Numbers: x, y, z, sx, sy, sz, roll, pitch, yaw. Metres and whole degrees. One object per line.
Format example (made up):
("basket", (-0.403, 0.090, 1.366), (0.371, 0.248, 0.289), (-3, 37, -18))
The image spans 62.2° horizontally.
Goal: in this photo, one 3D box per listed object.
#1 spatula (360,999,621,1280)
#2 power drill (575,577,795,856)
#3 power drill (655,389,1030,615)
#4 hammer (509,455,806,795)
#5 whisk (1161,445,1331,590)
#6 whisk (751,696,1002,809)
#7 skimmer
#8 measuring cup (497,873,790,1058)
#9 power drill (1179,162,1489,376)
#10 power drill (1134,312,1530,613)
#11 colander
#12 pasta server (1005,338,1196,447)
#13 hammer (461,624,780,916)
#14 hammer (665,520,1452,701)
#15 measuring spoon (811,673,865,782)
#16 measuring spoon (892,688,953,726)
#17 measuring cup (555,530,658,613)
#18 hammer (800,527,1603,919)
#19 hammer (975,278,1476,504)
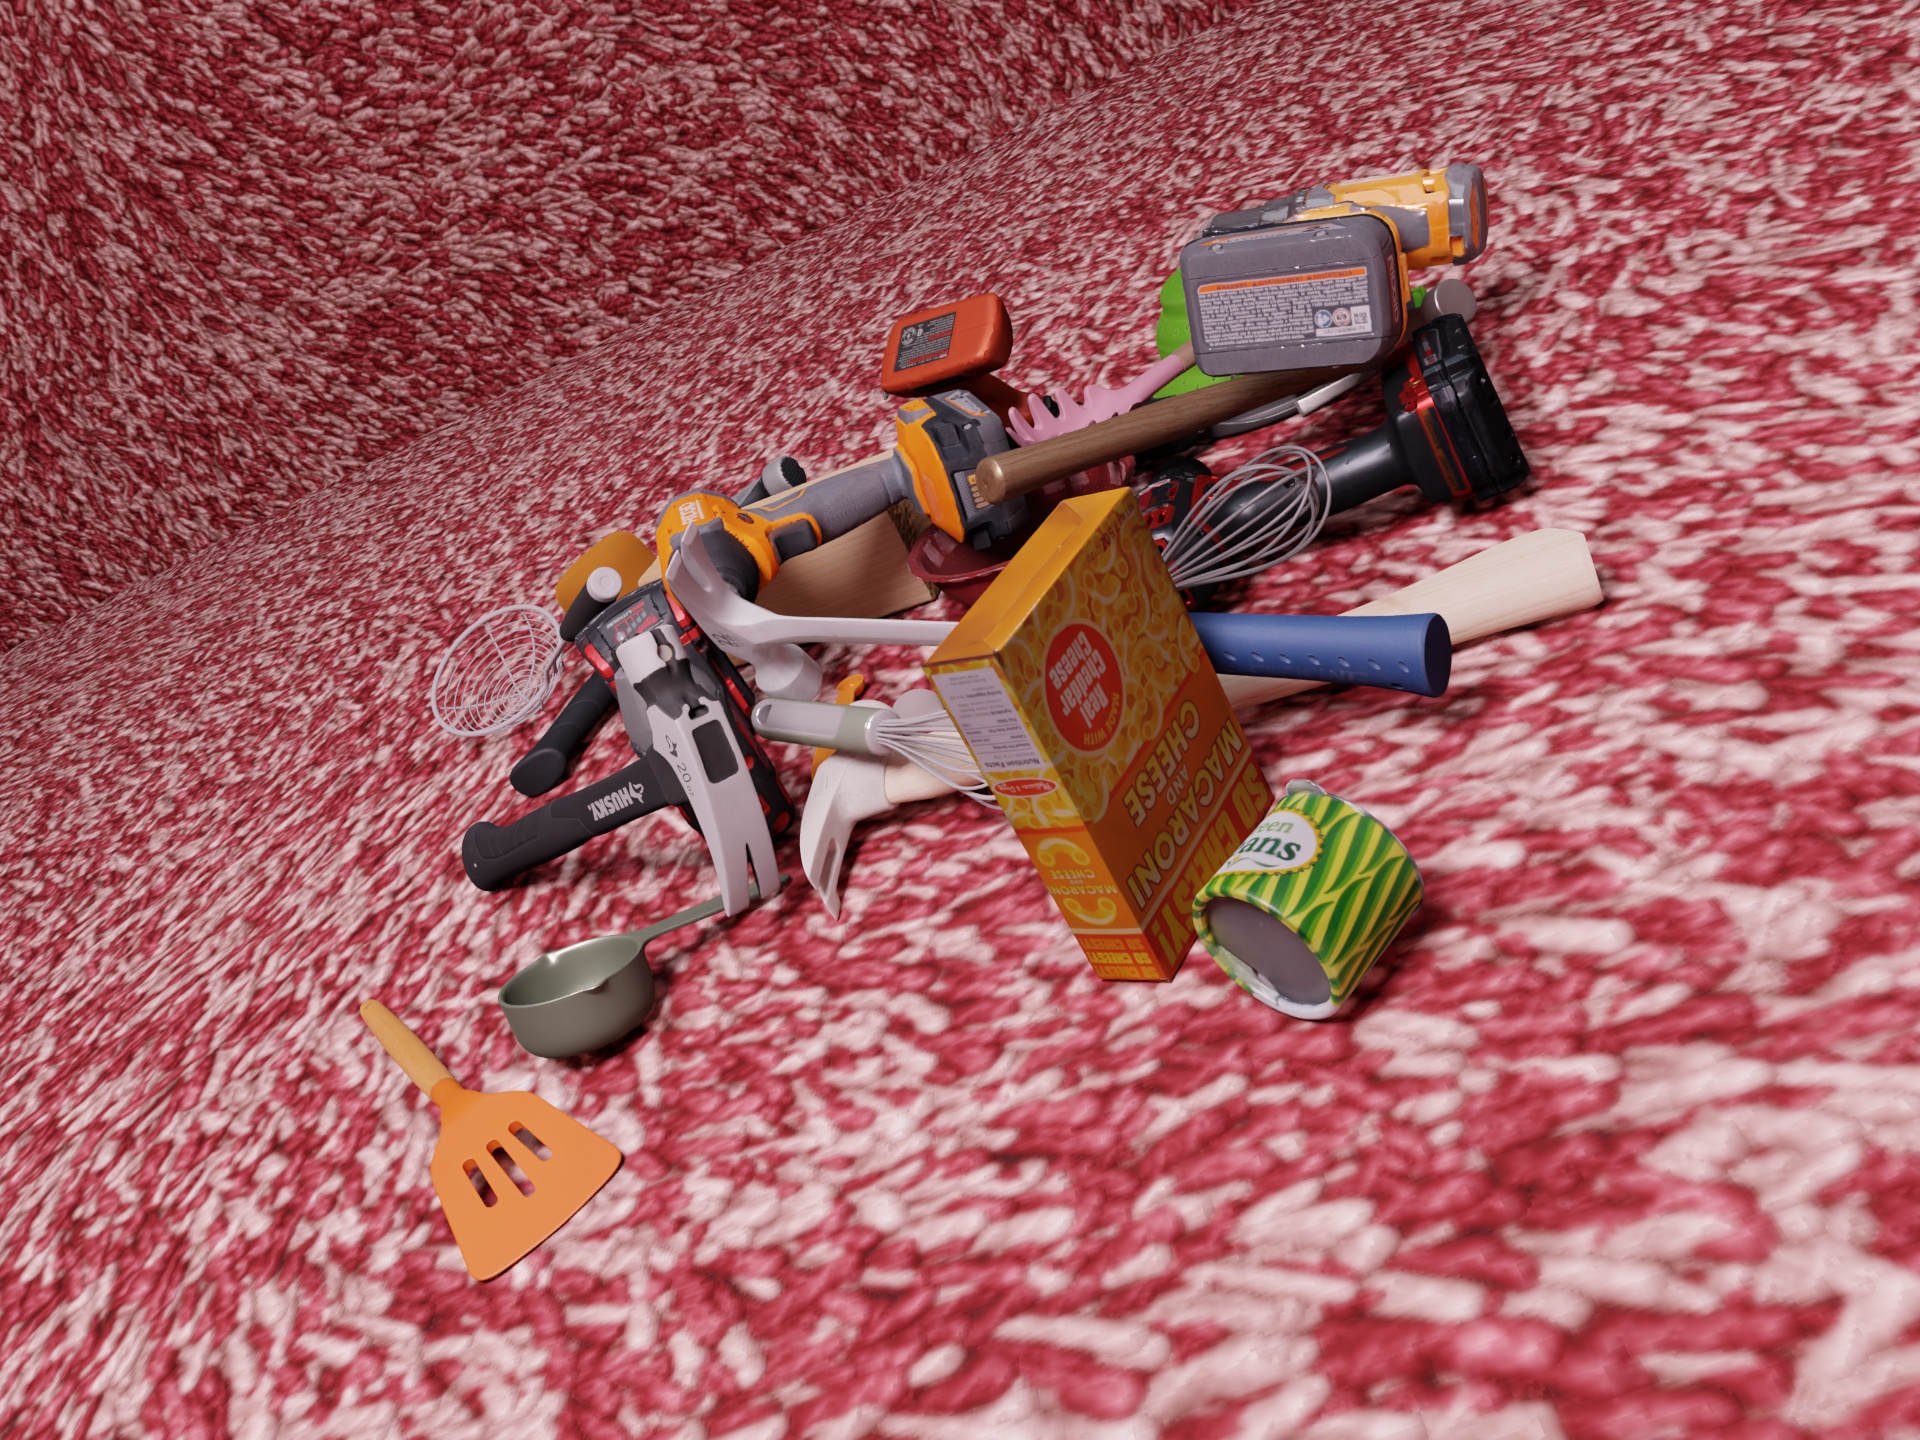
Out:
("spatula", (-0.271, 0.195, 0.832), (0.081, 0.041, 0.323), (-40, 23, -22))
("power drill", (-0.173, -0.010, 0.973), (0.078, 0.143, 0.220), (-34, 23, -4))
("power drill", (-0.078, -0.125, 0.990), (0.226, 0.084, 0.164), (-21, 25, -4))
("hammer", (-0.254, -0.079, 1.294), (0.149, 0.036, 0.409), (-25, 26, 35))
("whisk", (0.105, -0.070, 0.839), (0.239, 0.055, 0.055), (-36, 13, 47))
("whisk", (-0.035, 0.007, 0.818), (0.246, 0.059, 0.058), (6, 75, 49))
("skimmer", (-0.329, -0.067, 1.195), (0.363, 0.090, 0.127), (-27, 36, 64))
("measuring cup", (-0.157, 0.128, 0.836), (0.167, 0.038, 0.083), (-23, 15, -29))
("power drill", (0.203, -0.276, 0.955), (0.185, 0.084, 0.226), (2, 29, 30))
("power drill", (0.197, -0.146, 0.922), (0.226, 0.080, 0.188), (-24, 18, 21))
("colander", (0.142, -0.276, 1.196), (0.397, 0.094, 0.205), (-14, 29, 28))
("pasta server", (0.160, -0.255, 1.047), (0.316, 0.040, 0.060), (-37, 43, -17))
("hammer", (-0.214, 0.060, 0.913), (0.035, 0.146, 0.335), (-27, 3, -39))
("hammer", (0.030, -0.043, 0.778), (0.406, 0.143, 0.035), (4, 62, 33))
("measuring spoon", (-0.075, 0.007, 0.996), (0.021, 0.011, 0.117), (-18, 31, 19))
("measuring spoon", (-0.001, -0.003, 0.924), (0.034, 0.018, 0.124), (-41, 29, -25))
("measuring cup", (-0.291, -0.100, 1.277), (0.095, 0.052, 0.174), (-37, 19, 11))
("hammer", (0.107, -0.006, 0.794), (0.410, 0.038, 0.146), (-17, 33, 21))
("hammer", (0.156, -0.195, 0.983), (0.331, 0.031, 0.130), (-22, -2, -21))
